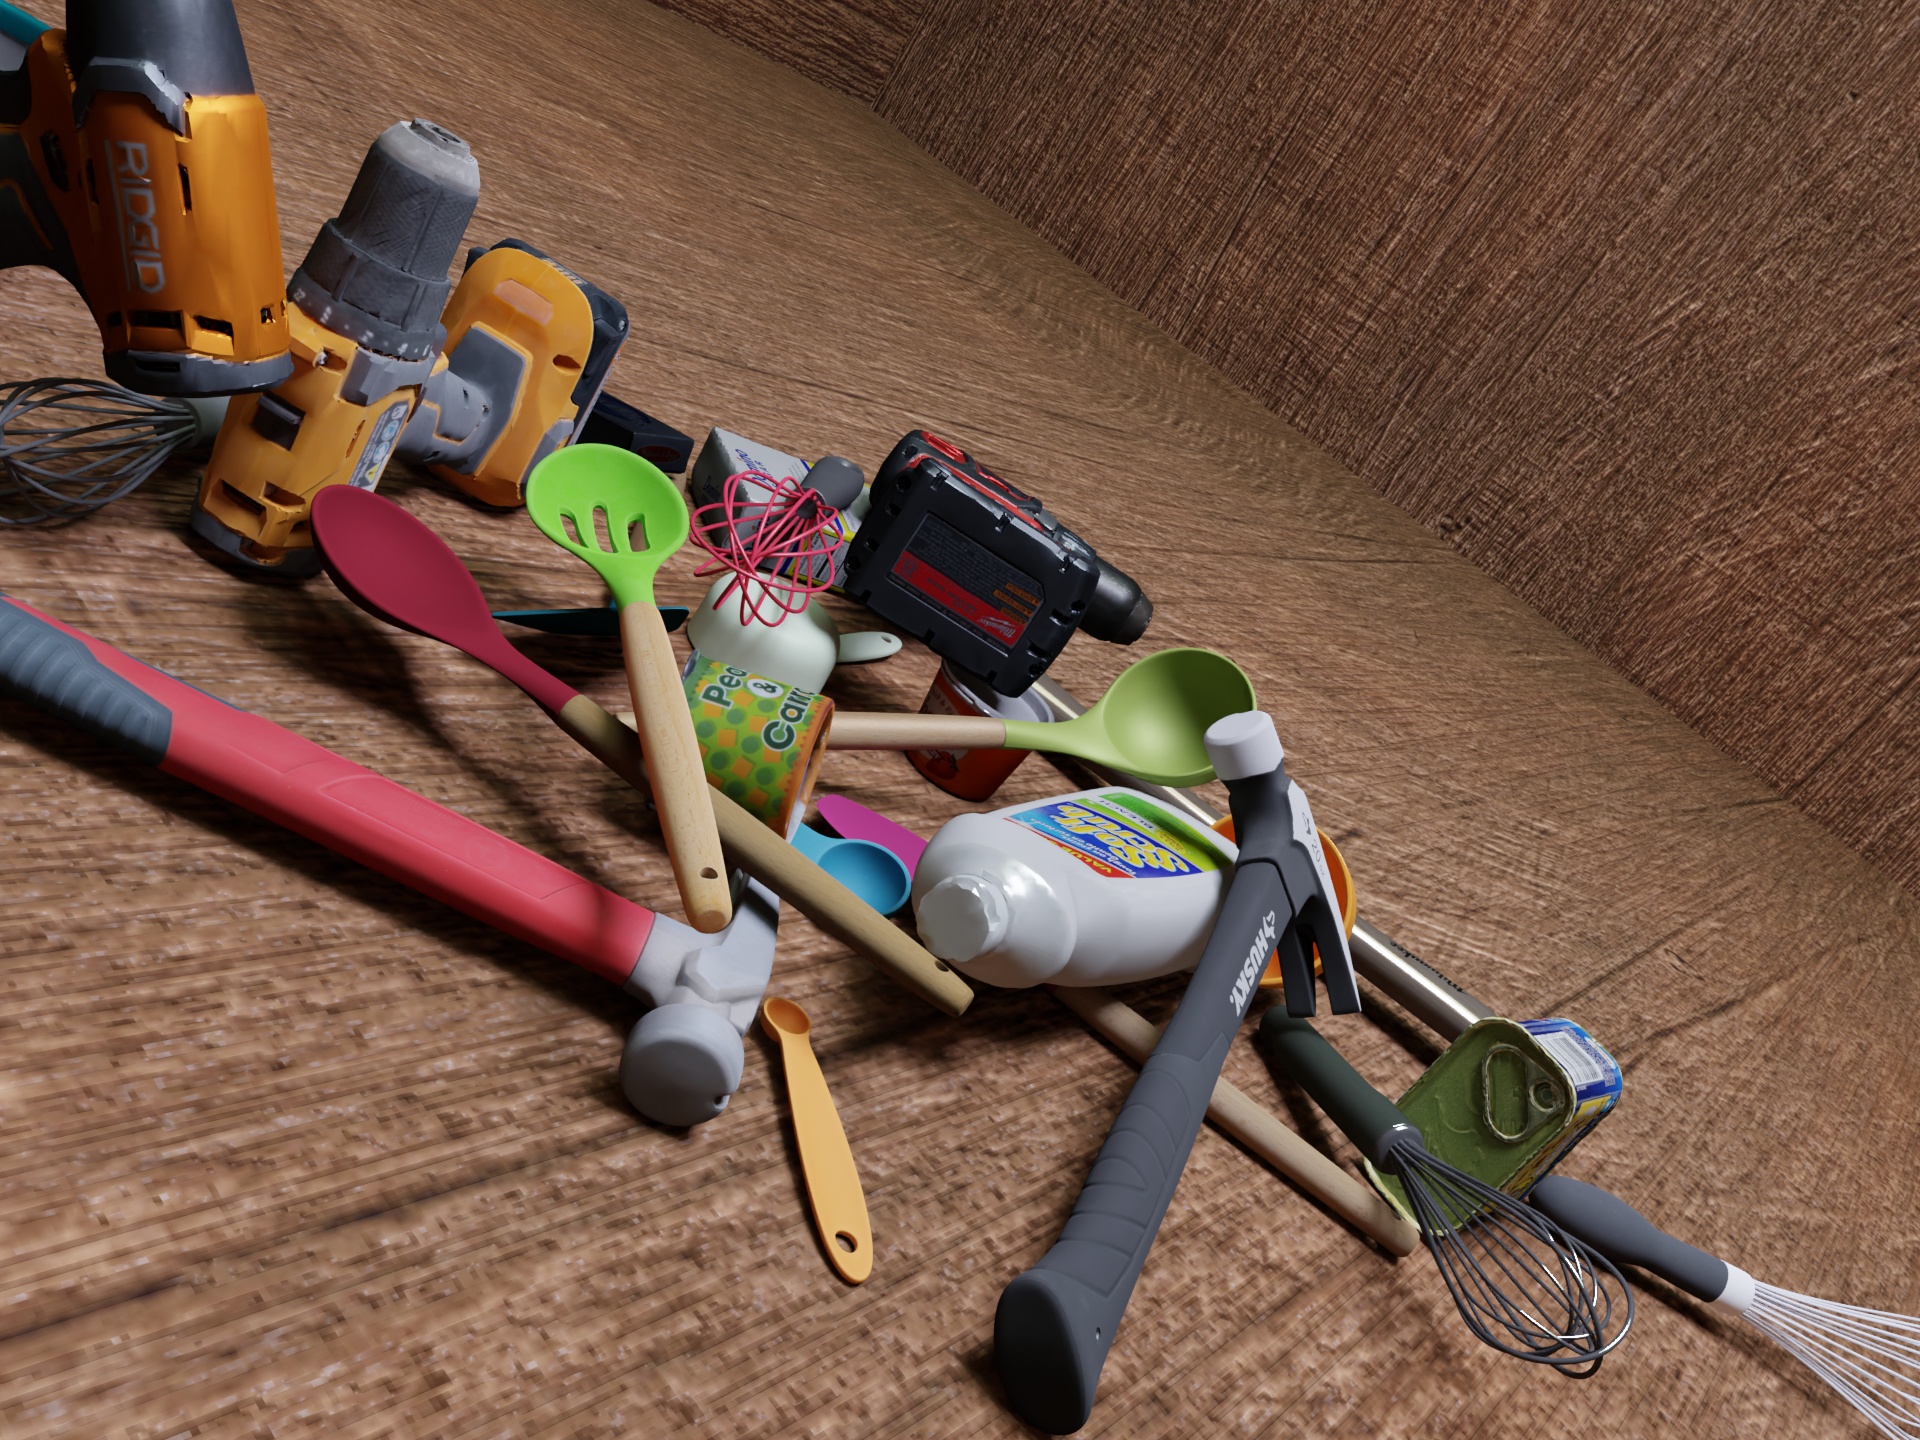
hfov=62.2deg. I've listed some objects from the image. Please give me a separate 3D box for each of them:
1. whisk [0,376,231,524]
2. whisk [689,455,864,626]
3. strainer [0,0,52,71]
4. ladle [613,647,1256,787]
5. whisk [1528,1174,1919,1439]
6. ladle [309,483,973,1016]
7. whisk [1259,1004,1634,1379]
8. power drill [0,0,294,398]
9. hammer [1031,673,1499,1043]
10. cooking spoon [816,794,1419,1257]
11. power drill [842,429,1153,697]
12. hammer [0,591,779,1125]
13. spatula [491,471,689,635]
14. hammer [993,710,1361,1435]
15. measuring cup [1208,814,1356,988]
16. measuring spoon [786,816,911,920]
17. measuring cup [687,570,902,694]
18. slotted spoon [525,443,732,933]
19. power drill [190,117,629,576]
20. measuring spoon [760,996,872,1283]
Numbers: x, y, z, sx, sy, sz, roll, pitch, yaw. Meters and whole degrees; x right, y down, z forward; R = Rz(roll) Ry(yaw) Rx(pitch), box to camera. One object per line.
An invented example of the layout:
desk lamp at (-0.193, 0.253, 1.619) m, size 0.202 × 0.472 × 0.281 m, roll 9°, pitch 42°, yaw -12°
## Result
whisk at (-0.321, -0.119, 0.655) m, size 0.055 × 0.055 × 0.239 m, roll 33°, pitch 17°, yaw -1°
whisk at (-0.084, -0.107, 0.833) m, size 0.073 × 0.073 × 0.296 m, roll 32°, pitch 17°, yaw -5°
strainer at (-0.524, -0.279, 0.639) m, size 0.340 × 0.095 × 0.211 m, roll 17°, pitch 24°, yaw -31°
ladle at (-0.001, -0.002, 0.741) m, size 0.320 × 0.062 × 0.078 m, roll 1°, pitch 48°, yaw -27°
whisk at (0.404, 0.295, 0.782) m, size 0.284 × 0.070 × 0.070 m, roll 27°, pitch 22°, yaw -2°
ladle at (-0.123, 0.010, 0.585) m, size 0.315 × 0.031 × 0.069 m, roll 35°, pitch 19°, yaw 13°
whisk at (0.190, 0.185, 0.670) m, size 0.059 × 0.057 × 0.246 m, roll -21°, pitch 24°, yaw -10°
power drill at (-0.347, -0.200, 0.535) m, size 0.226 × 0.164 × 0.084 m, roll 5°, pitch 24°, yaw 0°
hammer at (0.169, 0.086, 0.878) m, size 0.411 × 0.038 × 0.146 m, roll 37°, pitch 8°, yaw 15°
cooking spoon at (0.065, 0.130, 0.695) m, size 0.319 × 0.017 × 0.069 m, roll 36°, pitch 11°, yaw 7°
power drill at (0.029, -0.085, 0.887) m, size 0.188 × 0.080 × 0.227 m, roll 32°, pitch 15°, yaw -6°
hammer at (-0.237, 0.001, 0.521) m, size 0.386 × 0.038 × 0.143 m, roll 29°, pitch 21°, yaw -12°
spatula at (-0.162, -0.091, 0.808) m, size 0.082 × 0.044 × 0.318 m, roll -3°, pitch 25°, yaw -2°
hammer at (0.090, 0.132, 0.610) m, size 0.335 × 0.035 × 0.146 m, roll -48°, pitch 120°, yaw -54°
measuring cup at (0.120, 0.080, 0.824) m, size 0.174 × 0.095 × 0.052 m, roll 19°, pitch -7°, yaw 25°
measuring spoon at (-0.080, 0.051, 0.671) m, size 0.129 × 0.021 × 0.042 m, roll 29°, pitch 41°, yaw 13°
measuring cup at (-0.073, -0.050, 0.850) m, size 0.083 × 0.038 × 0.167 m, roll 42°, pitch 26°, yaw 21°
slotted spoon at (-0.120, -0.026, 0.599) m, size 0.070 × 0.031 × 0.314 m, roll 3°, pitch 32°, yaw -22°
power drill at (-0.226, -0.166, 0.697) m, size 0.084 × 0.185 × 0.226 m, roll 32°, pitch 19°, yaw 1°
measuring spoon at (-0.050, 0.139, 0.534) m, size 0.021 × 0.011 × 0.117 m, roll 19°, pitch 30°, yaw -33°
